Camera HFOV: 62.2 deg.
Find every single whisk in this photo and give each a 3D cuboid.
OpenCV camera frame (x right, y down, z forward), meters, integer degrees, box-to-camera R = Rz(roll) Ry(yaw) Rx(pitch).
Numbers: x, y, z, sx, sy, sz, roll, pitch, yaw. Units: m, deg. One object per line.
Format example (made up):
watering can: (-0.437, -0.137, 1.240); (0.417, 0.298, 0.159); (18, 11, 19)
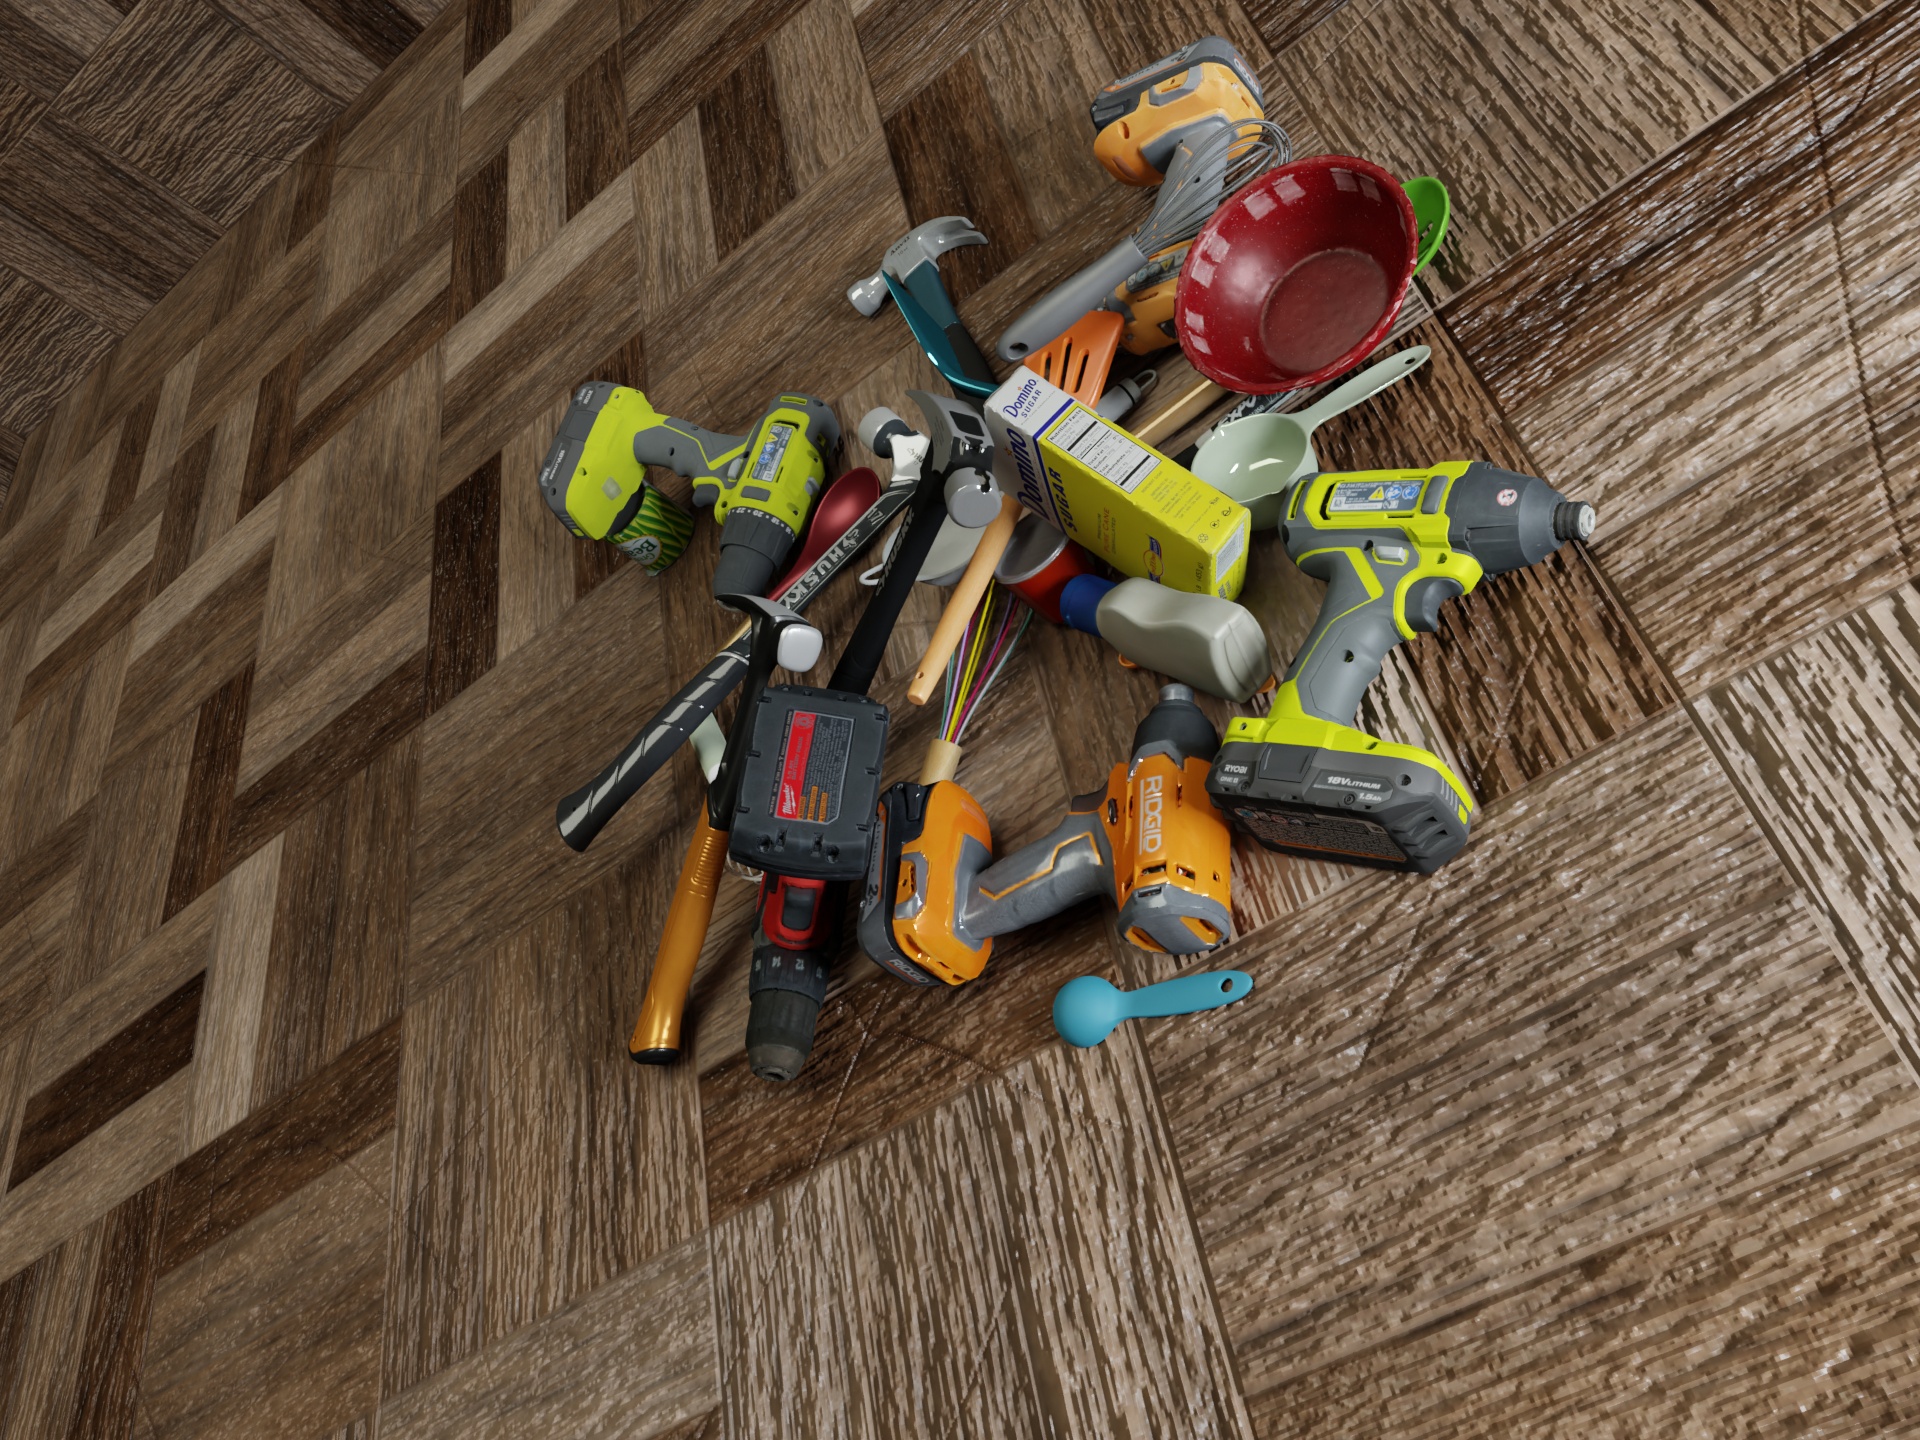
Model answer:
whisk: (-0.001, -0.003, 1.079); (0.047, 0.051, 0.245); (-11, 58, 63)
whisk: (-0.176, 0.047, 1.200); (0.058, 0.059, 0.247); (-17, 37, -14)
whisk: (0.117, -0.318, 1.070); (0.239, 0.055, 0.055); (-35, 45, 22)

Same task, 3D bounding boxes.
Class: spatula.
spatula: (0.059, -0.211, 1.044); (0.318, 0.082, 0.044); (35, 92, 34)
spatula: (0.029, -0.147, 1.060); (0.081, 0.041, 0.323); (5, 56, 33)

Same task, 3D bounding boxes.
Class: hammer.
hammer: (-0.154, -0.055, 1.202); (0.409, 0.036, 0.149); (-46, 55, 0)
hammer: (-0.175, 0.079, 1.101); (0.127, 0.034, 0.337); (32, 107, 57)
hammer: (-0.006, -0.300, 1.279); (0.128, 0.033, 0.331); (-39, 44, 18)
hammer: (-0.058, -0.064, 1.056); (0.146, 0.035, 0.334); (-103, 31, -46)

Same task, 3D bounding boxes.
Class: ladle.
ladle: (-0.165, -0.072, 1.252); (0.315, 0.031, 0.069); (-50, 44, -6)

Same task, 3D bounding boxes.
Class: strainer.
strainer: (0.041, -0.164, 1.123); (0.258, 0.050, 0.087); (-40, 41, -3)

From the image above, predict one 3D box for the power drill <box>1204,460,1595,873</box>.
power drill: (0.233, -0.038, 0.857); (0.171, 0.080, 0.223); (5, 65, 42)

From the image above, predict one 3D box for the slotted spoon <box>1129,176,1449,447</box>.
slotted spoon: (0.194, -0.245, 1.066); (0.313, 0.031, 0.070); (-36, 48, 22)

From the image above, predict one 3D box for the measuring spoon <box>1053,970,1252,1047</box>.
measuring spoon: (0.102, 0.153, 0.888); (0.128, 0.021, 0.042); (-18, 53, 35)

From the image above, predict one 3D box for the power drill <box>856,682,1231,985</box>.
power drill: (0.055, 0.068, 0.948); (0.226, 0.084, 0.164); (-15, 52, 31)

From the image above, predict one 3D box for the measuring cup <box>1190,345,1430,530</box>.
measuring cup: (0.224, -0.176, 0.993); (0.167, 0.038, 0.083); (-32, 43, 3)

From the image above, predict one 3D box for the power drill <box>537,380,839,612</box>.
power drill: (-0.231, -0.194, 1.336); (0.228, 0.080, 0.191); (12, 70, 19)

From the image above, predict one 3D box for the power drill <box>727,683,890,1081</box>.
power drill: (-0.100, 0.104, 0.984); (0.080, 0.226, 0.188); (9, 57, -3)

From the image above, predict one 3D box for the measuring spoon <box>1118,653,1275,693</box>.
measuring spoon: (0.146, -0.031, 0.982); (0.117, 0.011, 0.021); (16, 67, 43)

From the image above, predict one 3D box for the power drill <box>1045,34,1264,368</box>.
power drill: (0.135, -0.365, 1.162); (0.185, 0.084, 0.226); (-13, 60, 37)
